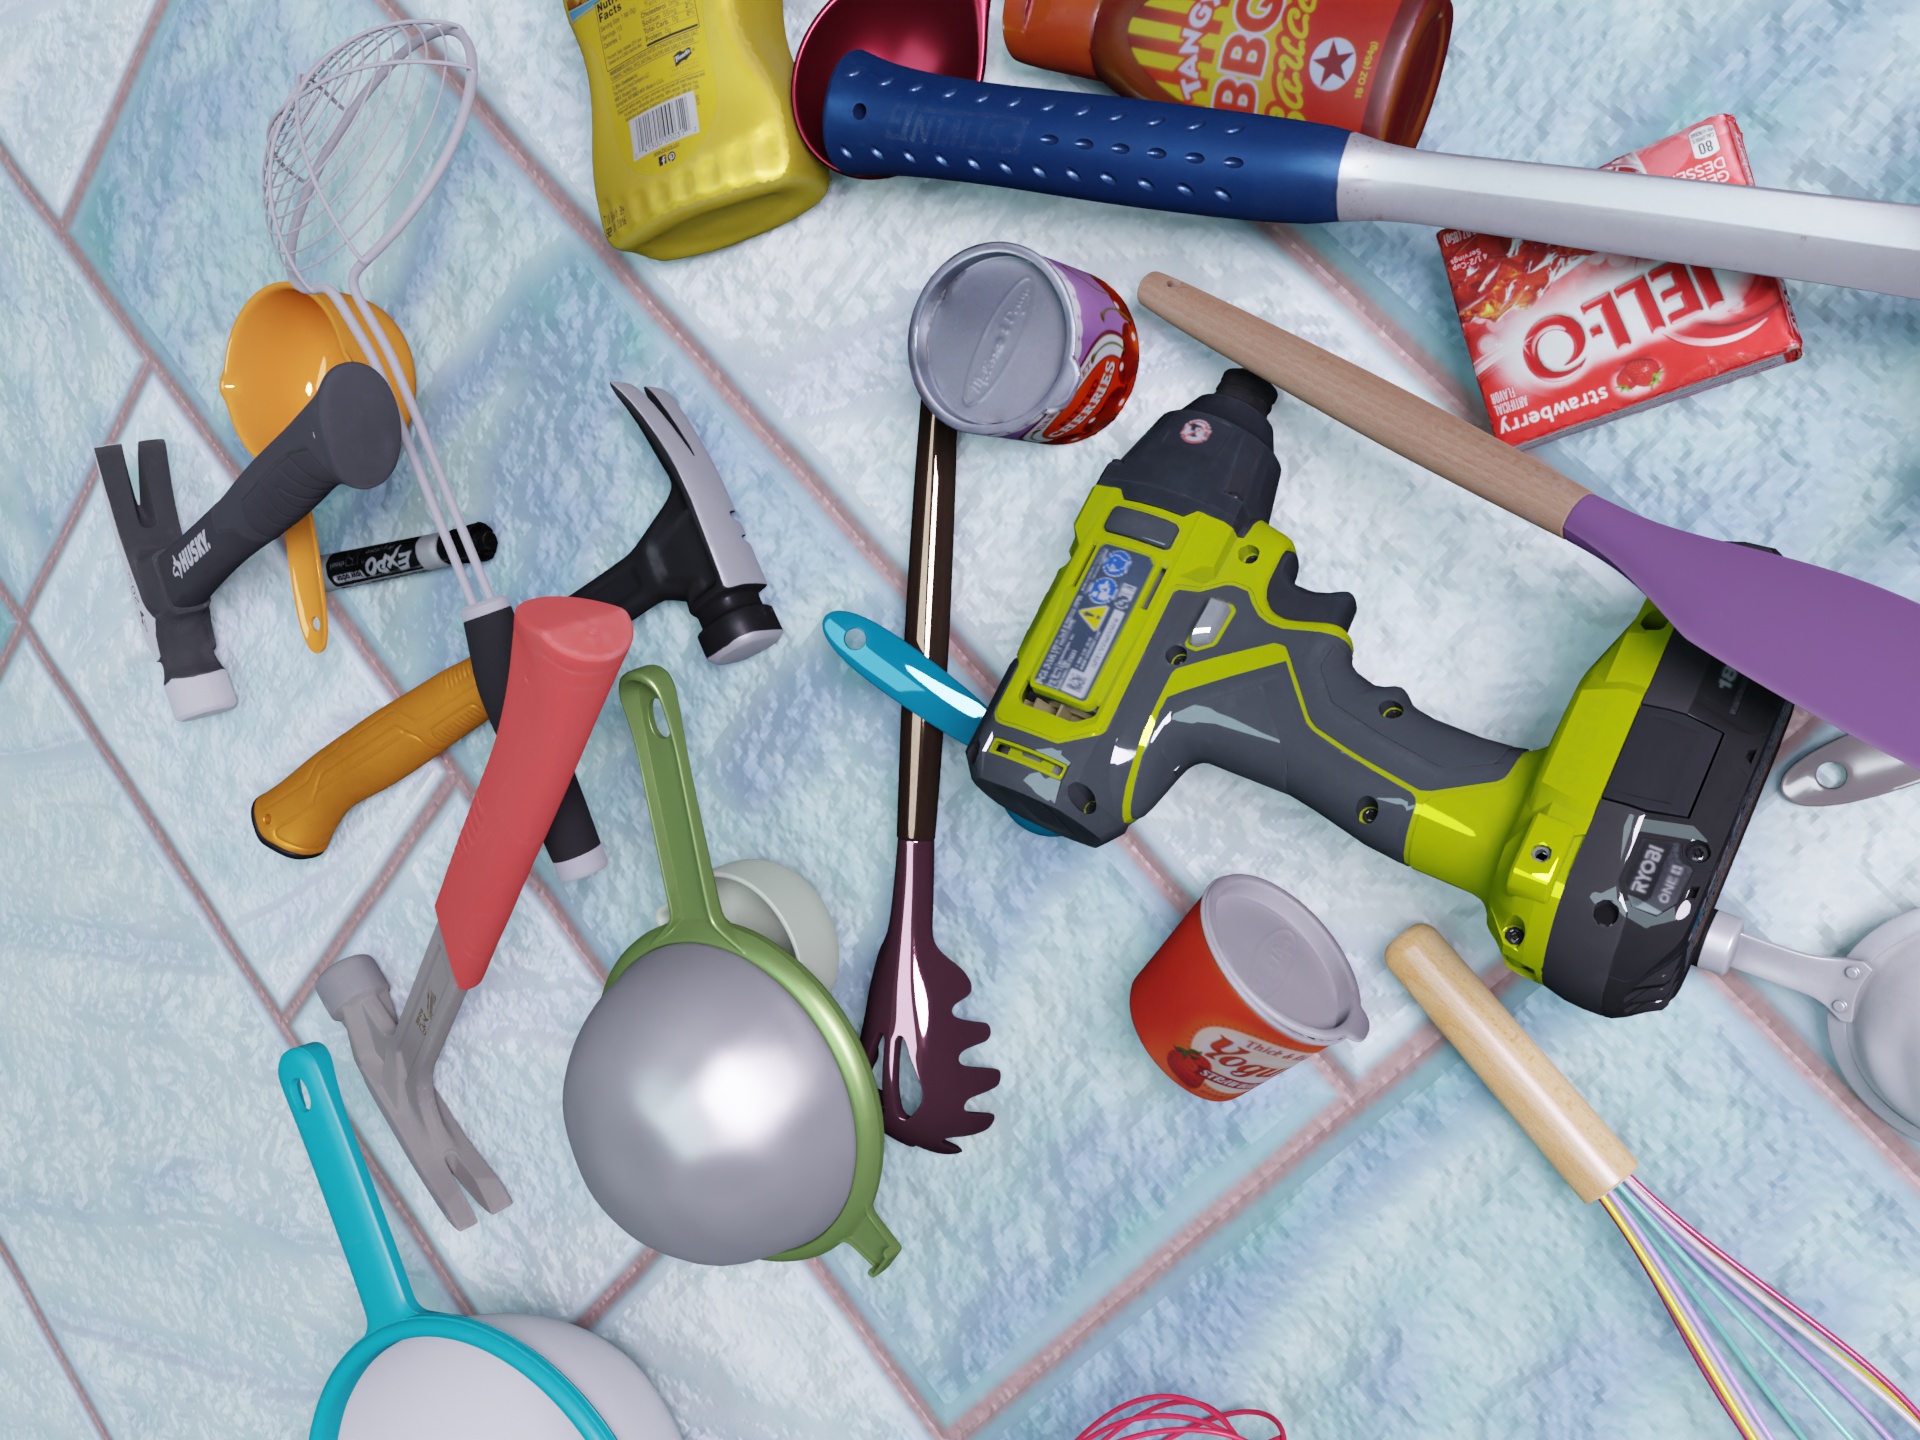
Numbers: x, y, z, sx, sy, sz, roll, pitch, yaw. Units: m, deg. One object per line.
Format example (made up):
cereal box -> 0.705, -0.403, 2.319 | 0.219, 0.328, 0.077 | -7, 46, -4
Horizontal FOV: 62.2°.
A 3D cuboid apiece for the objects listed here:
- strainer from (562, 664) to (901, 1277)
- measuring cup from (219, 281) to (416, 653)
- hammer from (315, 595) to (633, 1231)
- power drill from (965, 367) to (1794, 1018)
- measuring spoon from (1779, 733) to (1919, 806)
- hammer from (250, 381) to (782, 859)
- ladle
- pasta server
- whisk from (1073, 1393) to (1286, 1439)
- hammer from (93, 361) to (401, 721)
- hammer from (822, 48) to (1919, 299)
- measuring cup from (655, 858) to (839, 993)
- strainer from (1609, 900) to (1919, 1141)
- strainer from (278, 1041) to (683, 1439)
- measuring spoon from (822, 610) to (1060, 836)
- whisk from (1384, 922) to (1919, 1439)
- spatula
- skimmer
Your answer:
strainer -> -0.116, 0.109, 0.624 | 0.151, 0.069, 0.256 | -1, 104, 34
measuring cup -> -0.301, -0.121, 0.768 | 0.095, 0.052, 0.173 | 0, 98, 30
hammer -> -0.202, 0.083, 0.680 | 0.149, 0.036, 0.359 | 51, 134, 17
power drill -> 0.131, -0.018, 0.497 | 0.223, 0.080, 0.171 | 22, 78, 28
measuring spoon -> 0.299, -0.003, 0.455 | 0.124, 0.018, 0.034 | -28, 81, 36
hammer -> -0.231, -0.022, 0.746 | 0.337, 0.034, 0.127 | -29, 81, 29
ladle -> 0.039, -0.334, 0.562 | 0.069, 0.031, 0.315 | 35, 110, -3
pasta server -> -0.012, 0.019, 0.630 | 0.060, 0.040, 0.316 | 4, 93, 30
whisk -> 0.017, 0.334, 0.626 | 0.295, 0.073, 0.073 | -40, 75, 32
hammer -> -0.330, -0.097, 0.729 | 0.335, 0.035, 0.146 | -15, 93, 50
hammer -> 0.126, -0.157, 0.481 | 0.406, 0.035, 0.144 | 19, 117, 30
measuring cup -> -0.096, 0.135, 0.686 | 0.083, 0.038, 0.167 | 27, 117, 25
strainer -> 0.238, 0.072, 0.482 | 0.259, 0.050, 0.086 | 21, 119, 30
strainer -> -0.216, 0.300, 0.733 | 0.211, 0.095, 0.340 | -29, 80, 28
measuring spoon -> -0.001, -0.002, 0.598 | 0.128, 0.021, 0.042 | 36, 94, 4
whisk -> 0.224, 0.163, 0.502 | 0.047, 0.051, 0.245 | -40, 70, 5
spatula -> 0.160, -0.071, 0.461 | 0.316, 0.060, 0.018 | 41, 147, 39
skimmer -> -0.204, -0.113, 0.682 | 0.127, 0.090, 0.363 | -13, 100, 36
